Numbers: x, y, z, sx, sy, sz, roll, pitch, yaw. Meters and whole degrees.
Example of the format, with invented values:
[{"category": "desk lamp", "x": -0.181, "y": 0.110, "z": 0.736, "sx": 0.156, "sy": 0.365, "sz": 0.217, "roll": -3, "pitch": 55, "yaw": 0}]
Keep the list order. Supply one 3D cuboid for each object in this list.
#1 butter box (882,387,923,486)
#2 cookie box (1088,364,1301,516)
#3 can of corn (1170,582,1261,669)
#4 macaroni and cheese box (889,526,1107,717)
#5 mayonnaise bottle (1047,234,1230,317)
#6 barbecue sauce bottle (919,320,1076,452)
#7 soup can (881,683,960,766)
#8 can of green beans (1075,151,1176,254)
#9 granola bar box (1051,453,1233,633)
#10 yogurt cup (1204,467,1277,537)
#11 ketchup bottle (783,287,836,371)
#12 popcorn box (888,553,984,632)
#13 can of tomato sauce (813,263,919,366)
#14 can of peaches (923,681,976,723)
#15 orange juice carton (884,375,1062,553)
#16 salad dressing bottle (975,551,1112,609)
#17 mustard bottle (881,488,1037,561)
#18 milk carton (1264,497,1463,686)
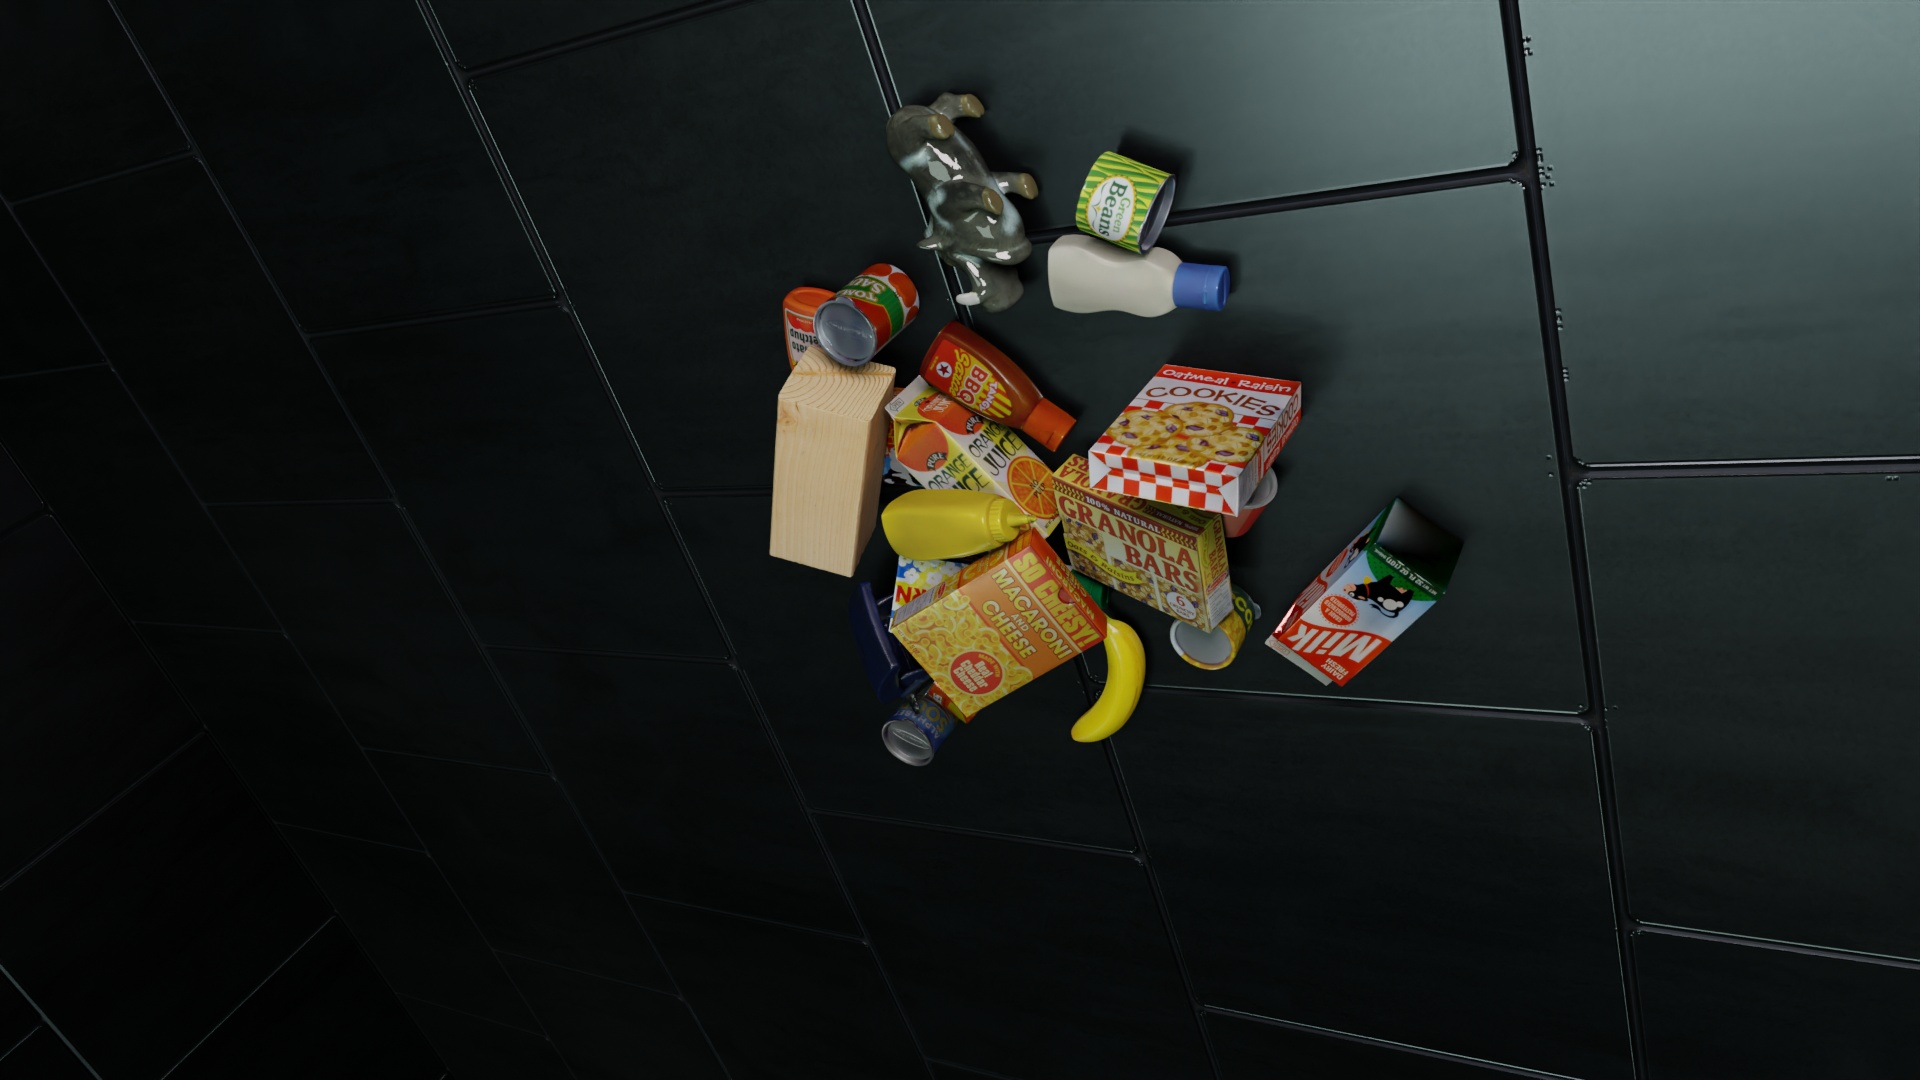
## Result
[{"category": "butter box", "x": -0.061, "y": -0.103, "z": 1.387, "sx": 0.053, "sy": 0.024, "sz": 0.103, "roll": 7, "pitch": 127, "yaw": 30}, {"category": "cookie box", "x": 0.194, "y": -0.085, "z": 1.131, "sx": 0.123, "sy": 0.168, "sz": 0.040, "roll": 12, "pitch": 126, "yaw": 26}, {"category": "can of corn", "x": 0.240, "y": 0.080, "z": 1.307, "sx": 0.071, "sy": 0.058, "sz": 0.070, "roll": 18, "pitch": 132, "yaw": 21}, {"category": "macaroni and cheese box", "x": 0.037, "y": 0.080, "z": 1.317, "sx": 0.166, "sy": 0.040, "sz": 0.123, "roll": -32, "pitch": 110, "yaw": 21}, {"category": "mayonnaise bottle", "x": 0.147, "y": -0.216, "z": 1.152, "sx": 0.148, "sy": 0.041, "sz": 0.064, "roll": 11, "pitch": 130, "yaw": 25}, {"category": "barbecue sauce bottle", "x": 0.037, "y": -0.138, "z": 1.282, "sx": 0.148, "sy": 0.044, "sz": 0.064, "roll": 35, "pitch": 131, "yaw": 5}, {"category": "soup can", "x": -0.040, "y": 0.201, "z": 1.567, "sx": 0.071, "sy": 0.084, "sz": 0.071, "roll": 17, "pitch": 131, "yaw": 21}, {"category": "can of green beans", "x": 0.131, "y": -0.268, "z": 1.102, "sx": 0.058, "sy": 0.071, "sz": 0.070, "roll": 25, "pitch": 134, "yaw": 15}, {"category": "granola bar box", "x": 0.164, "y": 0.002, "z": 1.265, "sx": 0.166, "sy": 0.039, "sz": 0.123, "roll": 26, "pitch": 147, "yaw": 37}, {"category": "yogurt cup", "x": 0.237, "y": -0.040, "z": 1.214, "sx": 0.072, "sy": 0.073, "sz": 0.053, "roll": 28, "pitch": 142, "yaw": 12}, {"category": "ketchup bottle", "x": -0.139, "y": -0.174, "z": 1.370, "sx": 0.065, "sy": 0.044, "sz": 0.148, "roll": 18, "pitch": 132, "yaw": 20}, {"category": "popcorn box", "x": -0.003, "y": 0.056, "z": 1.364, "sx": 0.127, "sy": 0.038, "sz": 0.085, "roll": 10, "pitch": 108, "yaw": 2}, {"category": "can of tomato sauce", "x": -0.086, "y": -0.210, "z": 1.277, "sx": 0.071, "sy": 0.083, "sz": 0.070, "roll": 17, "pitch": 131, "yaw": 21}, {"category": "can of peaches", "x": 0.003, "y": 0.160, "z": 1.518, "sx": 0.058, "sy": 0.071, "sz": 0.071, "roll": 37, "pitch": 135, "yaw": 2}, {"category": "orange juice carton", "x": 0.012, "y": -0.074, "z": 1.328, "sx": 0.192, "sy": 0.072, "sz": 0.072, "roll": 45, "pitch": 135, "yaw": -6}, {"category": "salad dressing bottle", "x": 0.078, "y": 0.037, "z": 1.392, "sx": 0.148, "sy": 0.044, "sz": 0.064, "roll": 13, "pitch": 123, "yaw": 24}, {"category": "mustard bottle", "x": 0.005, "y": -0.016, "z": 1.290, "sx": 0.160, "sy": 0.049, "sz": 0.065, "roll": -2, "pitch": 122, "yaw": 33}, {"category": "milk carton", "x": 0.344, "y": 0.058, "z": 1.211, "sx": 0.072, "sy": 0.074, "sz": 0.189, "roll": 36, "pitch": 136, "yaw": 4}]
